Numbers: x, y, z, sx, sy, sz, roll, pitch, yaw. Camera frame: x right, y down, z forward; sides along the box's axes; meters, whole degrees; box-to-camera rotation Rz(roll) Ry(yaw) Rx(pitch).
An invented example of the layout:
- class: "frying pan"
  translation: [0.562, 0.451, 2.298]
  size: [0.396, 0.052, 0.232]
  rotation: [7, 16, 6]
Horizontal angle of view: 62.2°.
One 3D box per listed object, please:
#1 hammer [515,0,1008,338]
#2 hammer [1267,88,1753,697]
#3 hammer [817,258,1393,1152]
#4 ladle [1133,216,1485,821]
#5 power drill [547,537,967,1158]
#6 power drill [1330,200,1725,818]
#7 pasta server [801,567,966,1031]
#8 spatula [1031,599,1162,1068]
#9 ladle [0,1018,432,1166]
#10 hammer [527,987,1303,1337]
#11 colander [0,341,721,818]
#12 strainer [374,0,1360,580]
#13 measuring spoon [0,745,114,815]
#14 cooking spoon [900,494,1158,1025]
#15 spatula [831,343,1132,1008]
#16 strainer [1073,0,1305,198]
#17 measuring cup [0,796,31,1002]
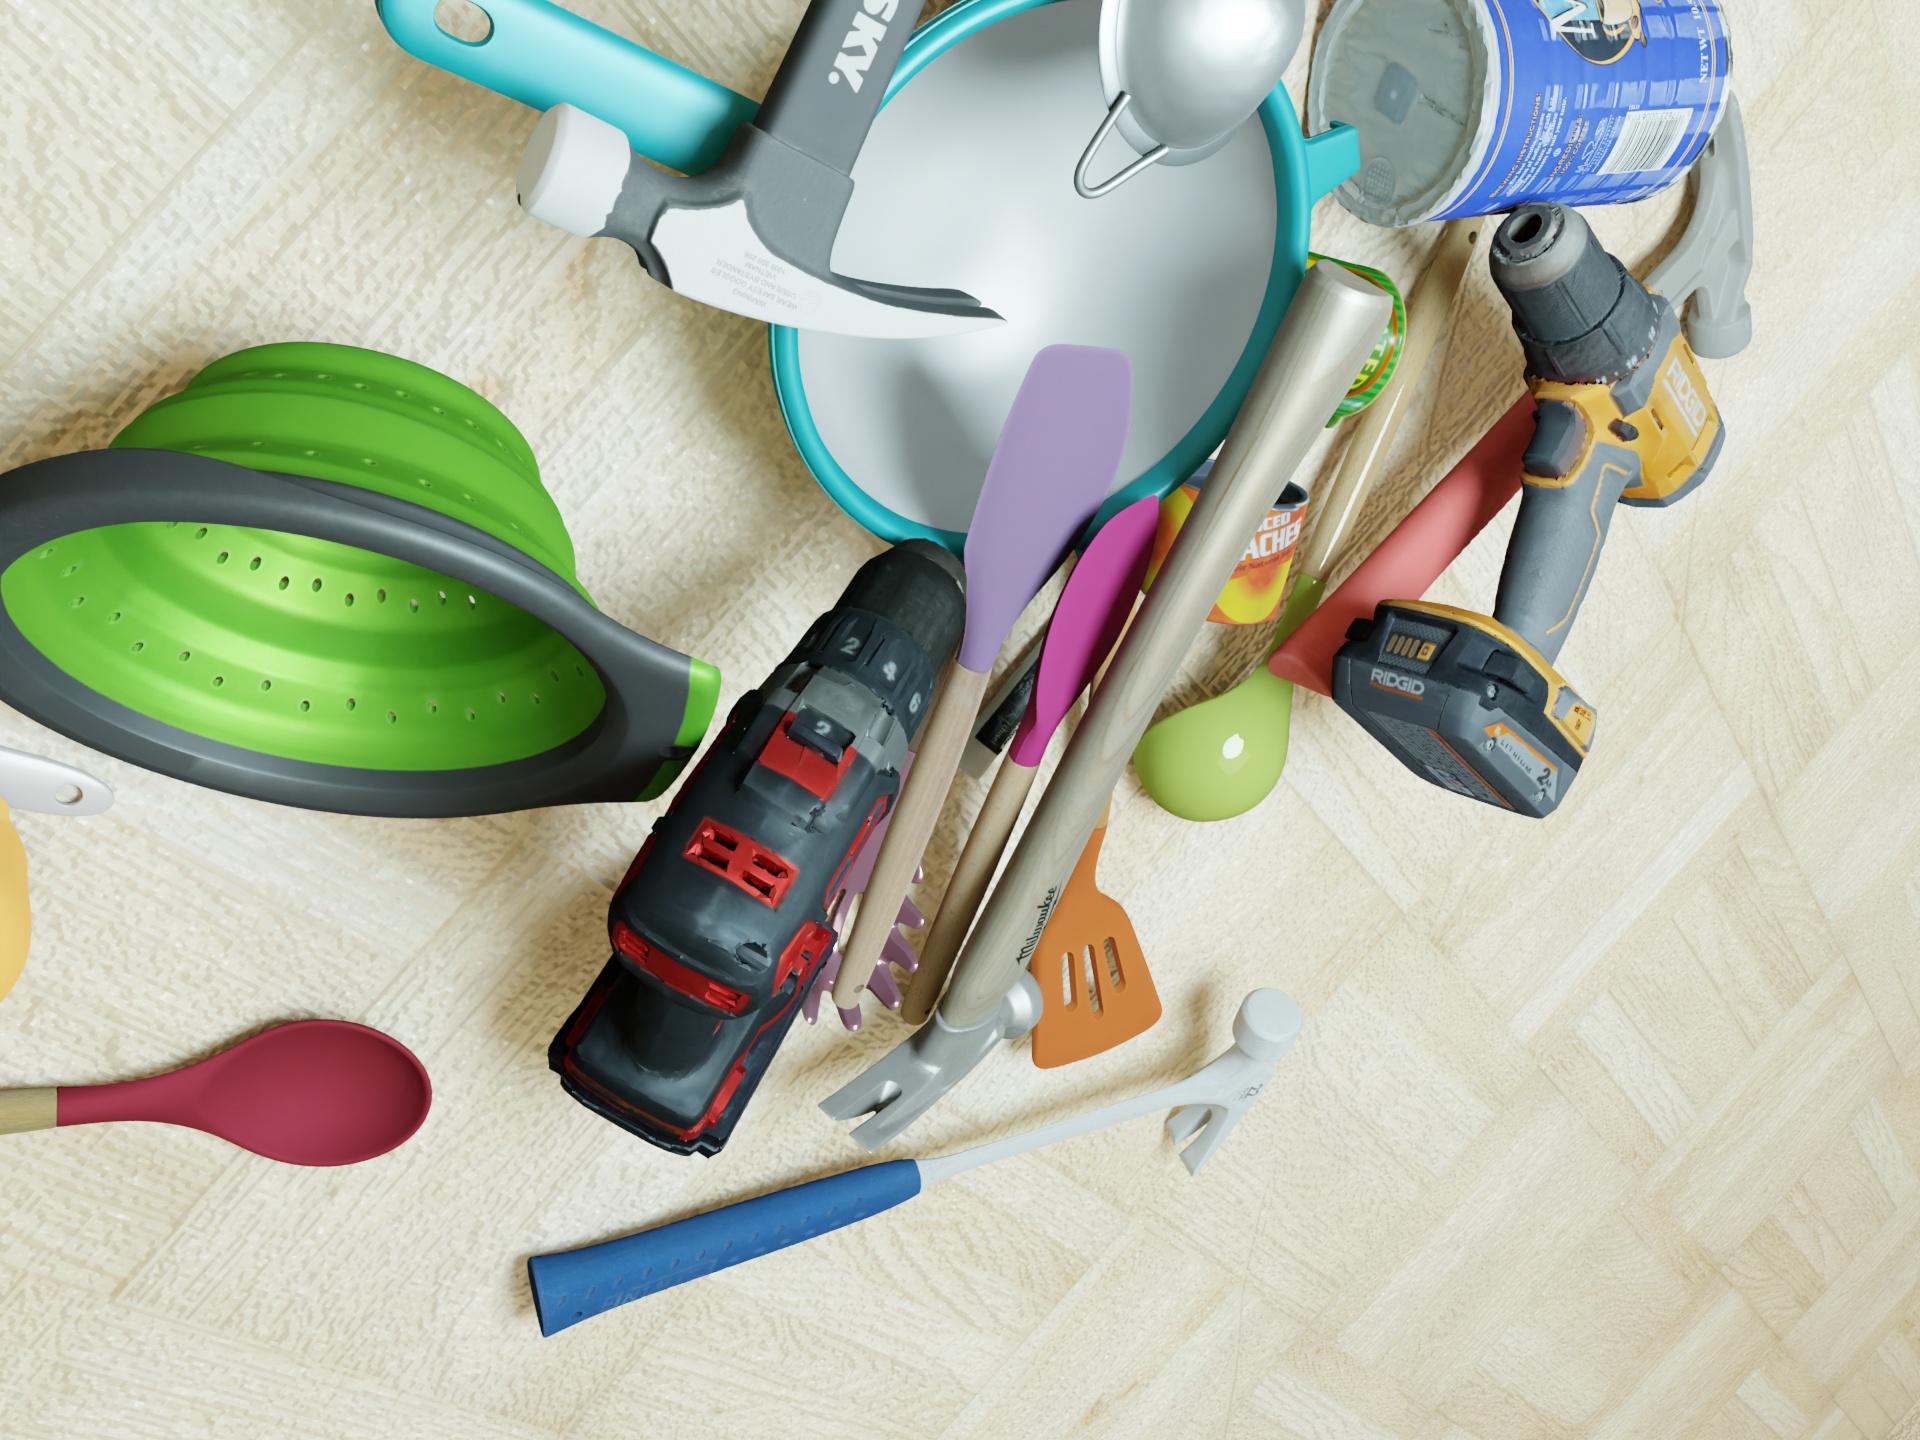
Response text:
- class: "hammer"
  translation: [0.012, -0.262, 0.429]
  size: [0.146, 0.035, 0.334]
  rotation: [17, 110, -34]
- class: "hammer"
  translation: [0.272, -0.145, 0.768]
  size: [0.359, 0.037, 0.149]
  rotation: [-44, 131, -16]
- class: "hammer"
  translation: [0.057, 0.009, 0.651]
  size: [0.146, 0.038, 0.410]
  rotation: [-26, 147, -54]
- class: "ladle"
  translation: [0.173, -0.097, 0.771]
  size: [0.078, 0.062, 0.320]
  rotation: [18, 98, -36]
- class: "power drill"
  translation: [-0.071, 0.050, 0.587]
  size: [0.188, 0.080, 0.226]
  rotation: [-61, -179, -36]
- class: "power drill"
  translation: [0.247, -0.092, 0.692]
  size: [0.185, 0.084, 0.226]
  rotation: [33, 82, -44]
- class: "pasta server"
  translation: [-0.008, -0.009, 0.699]
  size: [0.060, 0.040, 0.316]
  rotation: [15, 106, -26]
- class: "spatula"
  translation: [0.071, 0.034, 0.759]
  size: [0.081, 0.041, 0.322]
  rotation: [-16, 130, -24]
- class: "ladle"
  translation: [-0.355, 0.143, 0.571]
  size: [0.315, 0.031, 0.069]
  rotation: [2, 112, -31]
- class: "hammer"
  translation: [-0.014, 0.235, 0.817]
  size: [0.405, 0.035, 0.144]
  rotation: [-11, 140, -23]
- class: "colander"
  translation: [-0.268, -0.063, 0.468]
  size: [0.397, 0.095, 0.204]
  rotation: [10, 153, -18]
- class: "strainer"
  translation: [-0.034, -0.182, 0.544]
  size: [0.340, 0.095, 0.211]
  rotation: [14, 116, -36]
- class: "measuring spoon"
  translation: [-0.339, 0.014, 0.513]
  size: [0.124, 0.018, 0.034]
  rotation: [20, 103, -39]
- class: "cooking spoon"
  translation: [0.020, 0.033, 0.690]
  size: [0.069, 0.017, 0.318]
  rotation: [-33, 152, -44]
- class: "spatula"
  translation: [-0.001, -0.002, 0.629]
  size: [0.059, 0.018, 0.315]
  rotation: [-3, 128, -36]
- class: "strainer"
  translation: [0.108, -0.275, 0.495]
  size: [0.086, 0.050, 0.258]
  rotation: [32, 80, -50]
- class: "measuring cup"
  translation: [-0.358, 0.042, 0.475]
  size: [0.095, 0.052, 0.173]
  rotation: [-34, 140, -6]
